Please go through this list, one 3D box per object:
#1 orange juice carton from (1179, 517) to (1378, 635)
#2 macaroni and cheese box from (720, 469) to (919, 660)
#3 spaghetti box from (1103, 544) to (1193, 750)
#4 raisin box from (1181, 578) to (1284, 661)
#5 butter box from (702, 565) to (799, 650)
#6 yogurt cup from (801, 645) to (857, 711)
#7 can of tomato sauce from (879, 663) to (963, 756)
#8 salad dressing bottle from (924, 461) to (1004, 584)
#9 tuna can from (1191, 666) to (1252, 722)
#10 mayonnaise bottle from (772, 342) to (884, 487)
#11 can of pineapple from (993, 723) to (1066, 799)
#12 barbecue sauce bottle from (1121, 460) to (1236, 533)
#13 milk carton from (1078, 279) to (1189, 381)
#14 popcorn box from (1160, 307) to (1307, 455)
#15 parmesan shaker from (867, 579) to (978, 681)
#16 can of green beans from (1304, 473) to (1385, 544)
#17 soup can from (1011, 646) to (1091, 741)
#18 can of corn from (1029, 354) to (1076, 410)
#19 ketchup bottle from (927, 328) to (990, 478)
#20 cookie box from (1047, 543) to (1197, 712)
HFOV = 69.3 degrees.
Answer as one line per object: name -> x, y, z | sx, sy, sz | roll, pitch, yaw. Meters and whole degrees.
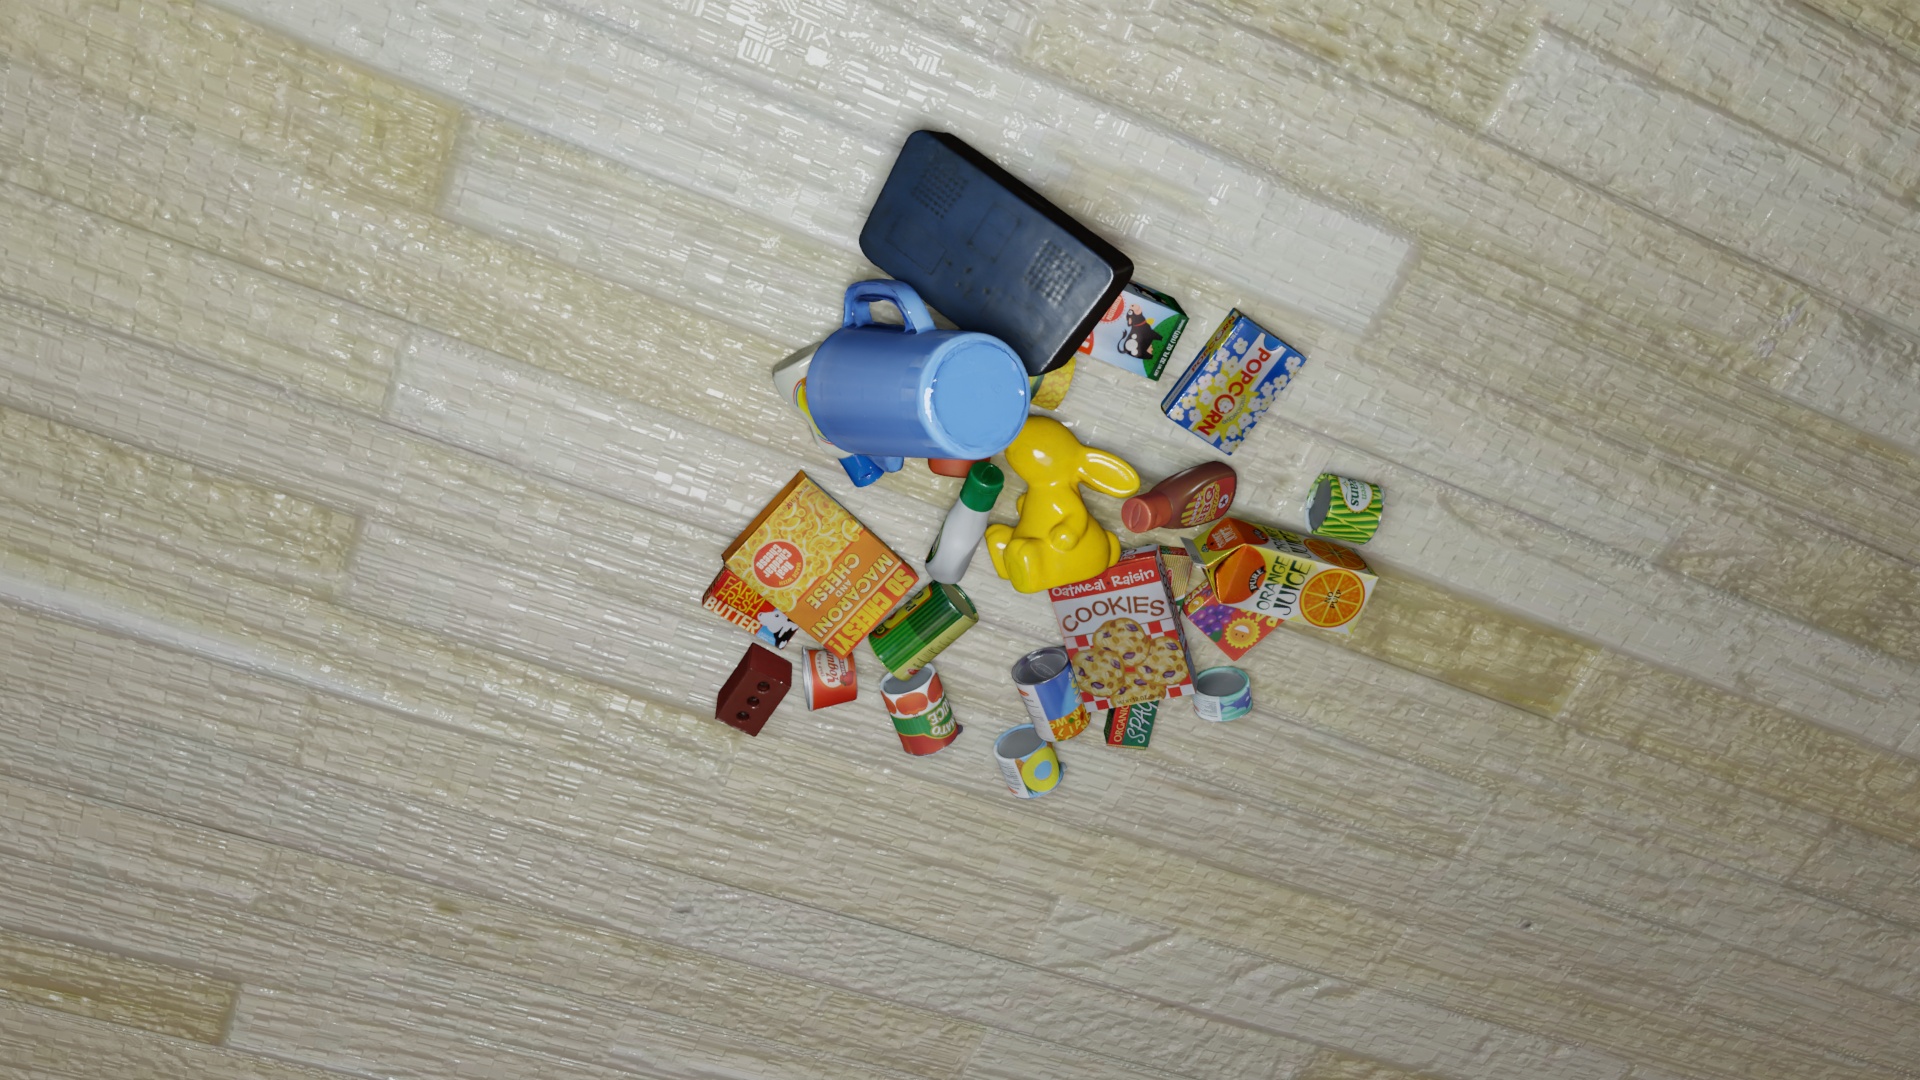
orange juice carton -> 0.322, 0.032, 1.438 | 0.193, 0.072, 0.072 | 14, 112, -11
macaroni and cheese box -> -0.144, 0.026, 1.444 | 0.123, 0.040, 0.166 | -47, 112, 3
spaghetti box -> 0.206, 0.121, 1.539 | 0.050, 0.029, 0.248 | 6, 115, -7
raisin box -> 0.314, 0.061, 1.514 | 0.123, 0.040, 0.086 | -43, 112, 14
butter box -> -0.219, 0.070, 1.479 | 0.103, 0.024, 0.053 | 32, 109, -18
yogurt cup -> -0.142, 0.149, 1.504 | 0.054, 0.072, 0.072 | -5, 117, -11
can of tomato sauce -> -0.044, 0.184, 1.527 | 0.071, 0.071, 0.082 | -18, 116, 4
salad dressing bottle -> 0.005, -0.018, 1.417 | 0.044, 0.064, 0.146 | 27, 133, 2
tuna can -> 0.294, 0.170, 1.551 | 0.071, 0.071, 0.032 | -11, 116, 1
mayonnaise bottle -> -0.126, -0.121, 1.384 | 0.065, 0.041, 0.147 | -28, 115, 7
can of pineapple -> 0.078, 0.248, 1.571 | 0.071, 0.071, 0.057 | -20, 116, 5
barbecue sauce bottle -> 0.221, -0.039, 1.407 | 0.149, 0.044, 0.064 | -16, 130, -45
milk carton -> 0.115, -0.227, 1.335 | 0.191, 0.074, 0.072 | 19, 112, -13
popcorn box -> 0.274, -0.159, 1.403 | 0.085, 0.038, 0.126 | 30, 110, -17
parmesan shaker -> -0.039, 0.093, 1.486 | 0.103, 0.071, 0.071 | -41, 113, 13
can of green beans -> 0.402, -0.033, 1.460 | 0.058, 0.071, 0.071 | 12, 115, -10
soup can -> 0.104, 0.169, 1.534 | 0.071, 0.071, 0.083 | -21, 117, 5
can of corn -> 0.074, -0.164, 1.366 | 0.058, 0.071, 0.071 | 17, 114, -13
ketchup bottle -> 0.005, -0.137, 1.387 | 0.065, 0.044, 0.148 | 3, 116, -9
cookie box -> 0.173, 0.095, 1.489 | 0.123, 0.040, 0.167 | -12, 109, 18
